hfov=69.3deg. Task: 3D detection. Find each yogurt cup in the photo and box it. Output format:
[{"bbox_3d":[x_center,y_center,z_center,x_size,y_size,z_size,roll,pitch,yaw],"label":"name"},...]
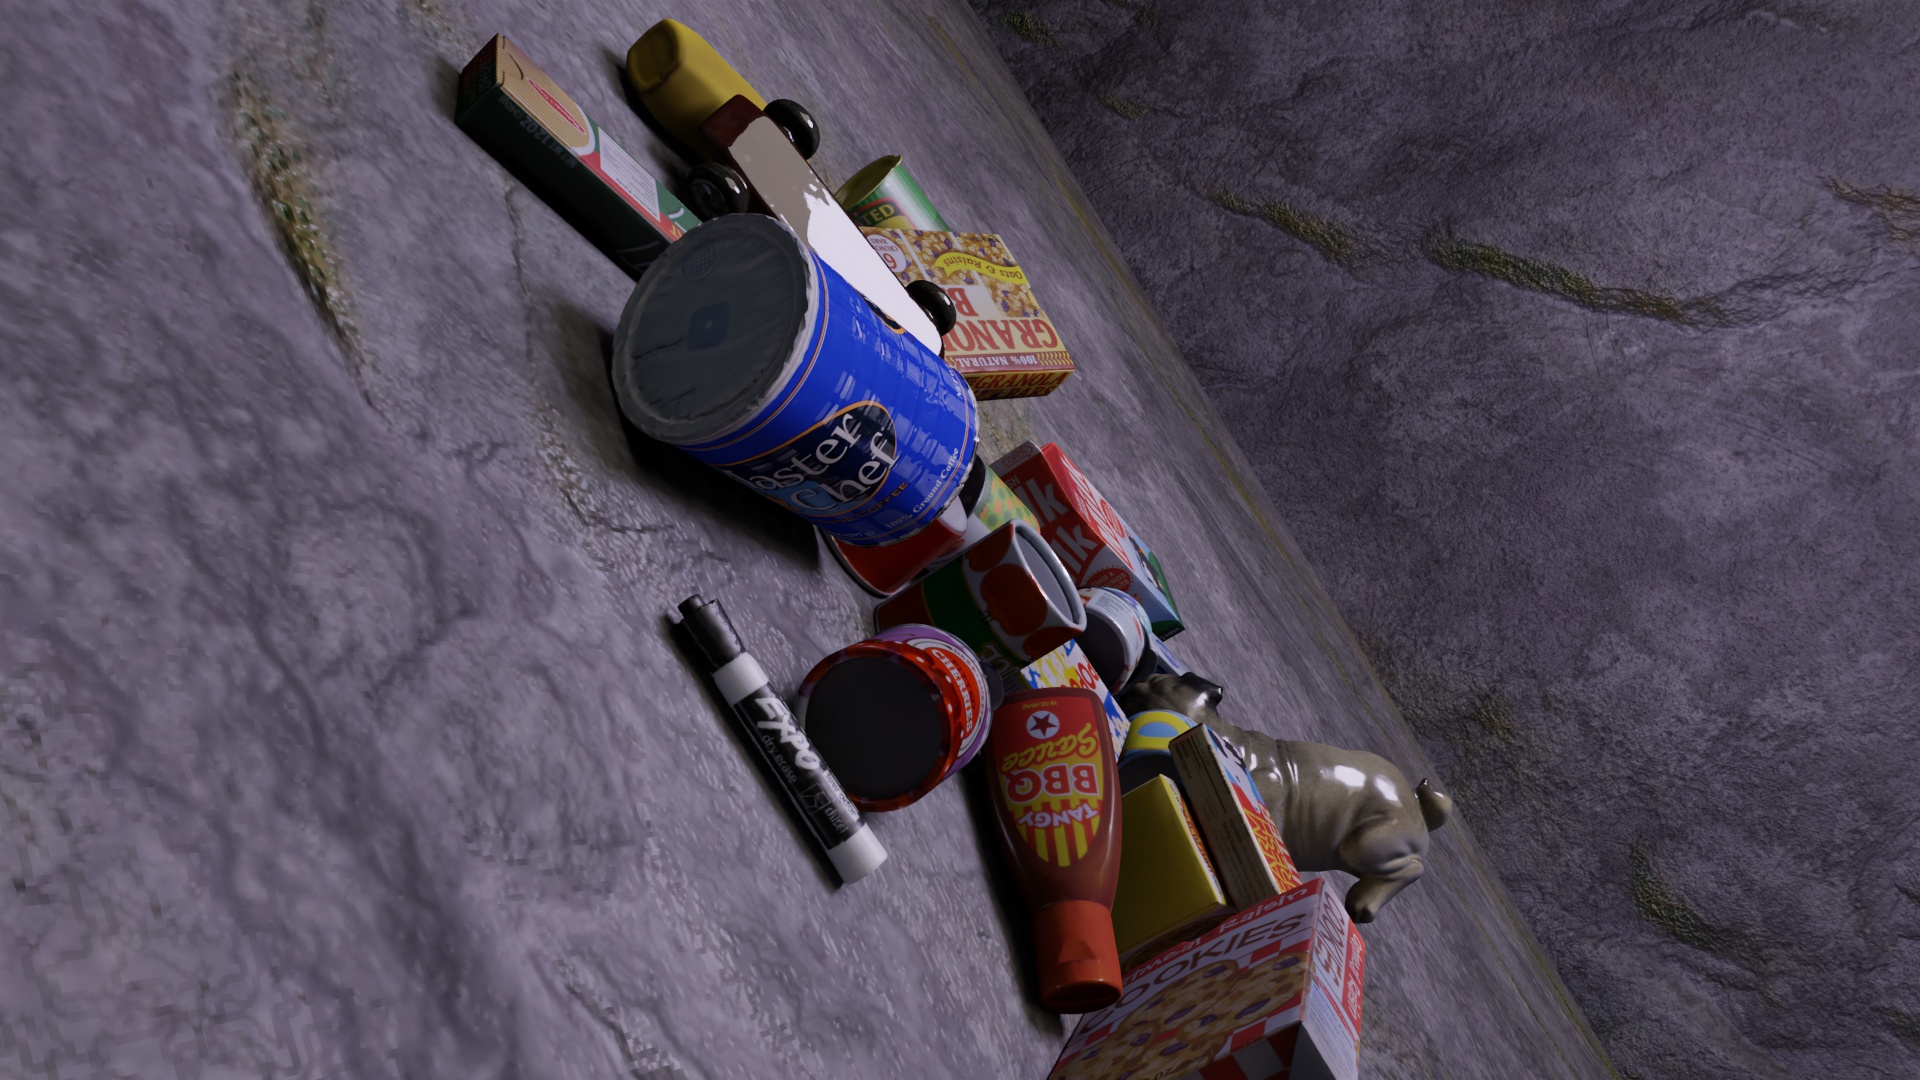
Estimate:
[{"bbox_3d":[-0.033,-0.013,0.707,0.072,0.054,0.073,50,19,-23],"label":"yogurt cup"}]

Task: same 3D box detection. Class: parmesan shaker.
[{"bbox_3d":[-0.042,-0.231,1.049,0.103,0.071,0.071,48,19,-28],"label":"parmesan shaker"}]

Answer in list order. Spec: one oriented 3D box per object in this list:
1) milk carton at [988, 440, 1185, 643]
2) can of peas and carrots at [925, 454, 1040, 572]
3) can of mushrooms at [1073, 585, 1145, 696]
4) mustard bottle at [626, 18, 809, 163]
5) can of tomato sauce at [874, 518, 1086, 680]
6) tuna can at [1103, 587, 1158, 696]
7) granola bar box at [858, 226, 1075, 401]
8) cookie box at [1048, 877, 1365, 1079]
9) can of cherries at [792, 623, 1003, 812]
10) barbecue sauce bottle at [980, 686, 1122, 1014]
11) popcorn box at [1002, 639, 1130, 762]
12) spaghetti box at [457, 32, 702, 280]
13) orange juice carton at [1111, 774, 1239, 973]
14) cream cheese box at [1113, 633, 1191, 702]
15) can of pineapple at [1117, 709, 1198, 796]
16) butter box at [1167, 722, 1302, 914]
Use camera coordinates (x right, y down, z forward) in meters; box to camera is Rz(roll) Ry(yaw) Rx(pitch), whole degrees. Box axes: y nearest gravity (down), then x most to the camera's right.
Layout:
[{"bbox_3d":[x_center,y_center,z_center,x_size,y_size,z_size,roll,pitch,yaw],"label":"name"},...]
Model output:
[{"bbox_3d":[0.068,0.005,0.927,0.190,0.072,0.074,43,22,-39],"label":"milk carton"},{"bbox_3d":[0.003,-0.010,0.778,0.058,0.071,0.071,45,20,-38],"label":"can of peas and carrots"},{"bbox_3d":[0.075,0.065,0.849,0.071,0.071,0.033,56,27,-3],"label":"can of mushrooms"},{"bbox_3d":[-0.137,-0.250,0.858,0.160,0.048,0.065,36,27,-52],"label":"mustard bottle"},{"bbox_3d":[0.011,0.039,0.685,0.071,0.083,0.071,50,18,-22],"label":"can of tomato sauce"},{"bbox_3d":[0.092,0.065,0.887,0.071,0.071,0.033,56,16,-5],"label":"tuna can"},{"bbox_3d":[-0.008,-0.156,0.962,0.166,0.039,0.124,-11,67,-48],"label":"granola bar box"},{"bbox_3d":[0.099,0.202,0.565,0.040,0.122,0.168,60,17,6],"label":"cookie box"},{"bbox_3d":[-0.024,0.068,0.553,0.071,0.071,0.058,59,17,6],"label":"can of cherries"},{"bbox_3d":[0.046,0.140,0.643,0.043,0.065,0.149,82,2,-50],"label":"barbecue sauce bottle"},{"bbox_3d":[0.050,0.095,0.771,0.085,0.038,0.127,57,17,-2],"label":"popcorn box"},{"bbox_3d":[-0.140,-0.141,0.684,0.249,0.028,0.050,42,22,-41],"label":"spaghetti box"},{"bbox_3d":[0.128,0.191,0.754,0.192,0.073,0.072,34,28,-54],"label":"orange juice carton"},{"bbox_3d":[0.119,0.090,0.946,0.103,0.053,0.024,43,19,-38],"label":"cream cheese box"},{"bbox_3d":[0.116,0.142,0.826,0.071,0.071,0.058,55,17,-7],"label":"can of pineapple"},{"bbox_3d":[0.141,0.146,0.695,0.053,0.024,0.104,37,25,-48],"label":"butter box"}]
